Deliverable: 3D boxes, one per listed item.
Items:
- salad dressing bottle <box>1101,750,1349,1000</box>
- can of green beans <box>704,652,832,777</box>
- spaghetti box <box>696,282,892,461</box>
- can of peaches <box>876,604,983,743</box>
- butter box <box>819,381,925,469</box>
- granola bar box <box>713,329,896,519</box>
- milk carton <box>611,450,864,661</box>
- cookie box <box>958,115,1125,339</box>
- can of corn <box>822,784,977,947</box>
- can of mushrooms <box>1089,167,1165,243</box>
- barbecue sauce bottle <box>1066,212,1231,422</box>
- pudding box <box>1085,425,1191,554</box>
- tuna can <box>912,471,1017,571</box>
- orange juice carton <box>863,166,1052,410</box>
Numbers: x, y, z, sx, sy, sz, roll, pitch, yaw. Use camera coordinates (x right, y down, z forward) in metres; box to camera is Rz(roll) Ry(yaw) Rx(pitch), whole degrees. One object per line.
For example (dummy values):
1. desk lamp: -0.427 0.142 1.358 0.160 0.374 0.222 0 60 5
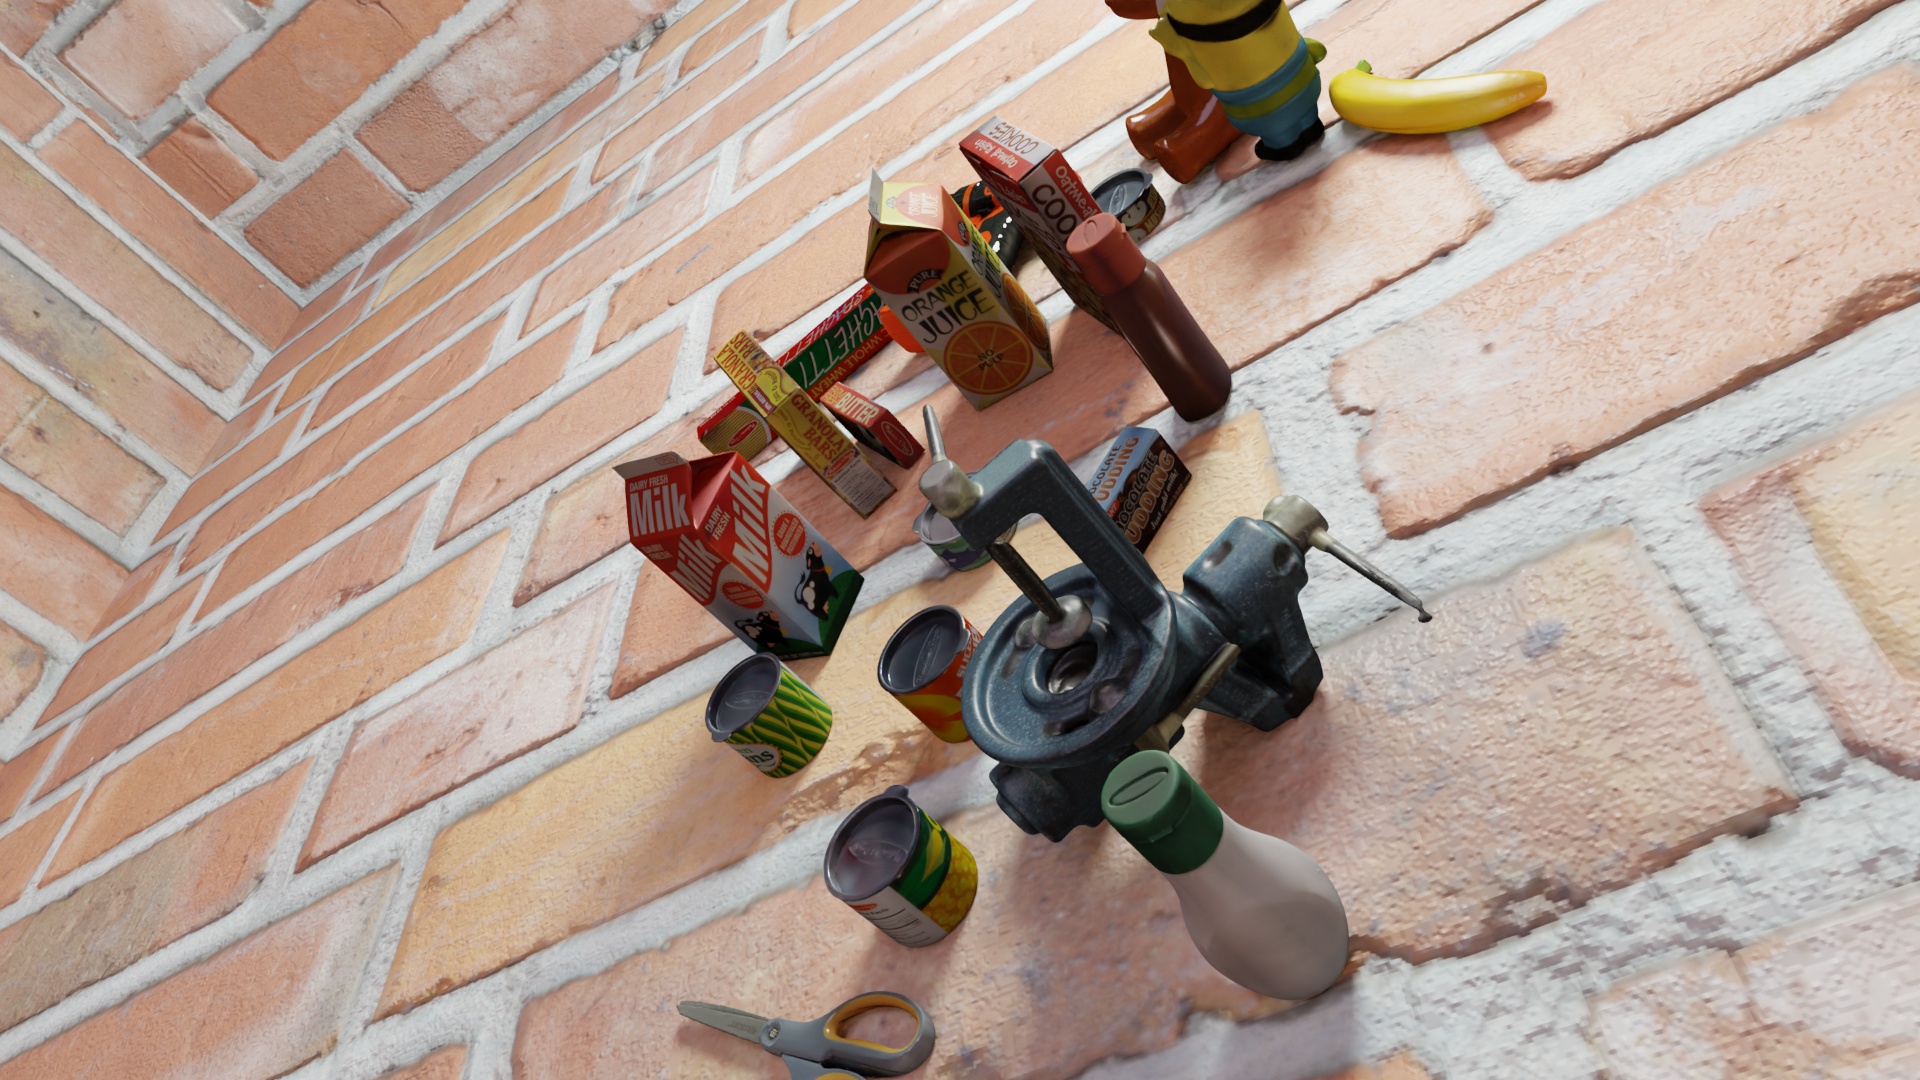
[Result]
1. salad dressing bottle: 0.112 0.142 0.586 0.064 0.147 0.044 -33 34 15
2. can of green beans: -0.130 0.119 0.945 0.071 0.057 0.071 -27 36 22
3. spaghetti box: -0.131 -0.161 1.271 0.250 0.050 0.029 -40 33 4
4. can of peaches: -0.007 0.083 0.858 0.071 0.058 0.071 -27 36 22
5. butter box: -0.073 -0.095 1.133 0.024 0.053 0.104 -47 33 -6
6. granola bar box: -0.129 -0.096 1.128 0.039 0.124 0.166 -44 33 -1
7. milk carton: -0.161 0.003 0.988 0.072 0.190 0.074 -11 45 39
8. cookie box: 0.077 -0.226 1.021 0.040 0.167 0.123 -41 33 3
9. can of corn: -0.032 0.181 0.772 0.071 0.058 0.071 -27 36 22
10. can of mushrooms: 0.134 -0.271 1.135 0.071 0.033 0.071 -27 36 22
11. barbecue sauce bottle: 0.123 -0.146 0.900 0.043 0.148 0.065 -26 37 24
12. pudding box: 0.105 -0.026 0.873 0.030 0.049 0.084 9 59 51
13. tuna can: 0.003 -0.012 0.978 0.071 0.032 0.071 -27 36 22
14. orange juice carton: -0.012 -0.197 1.057 0.073 0.192 0.072 -28 36 22
